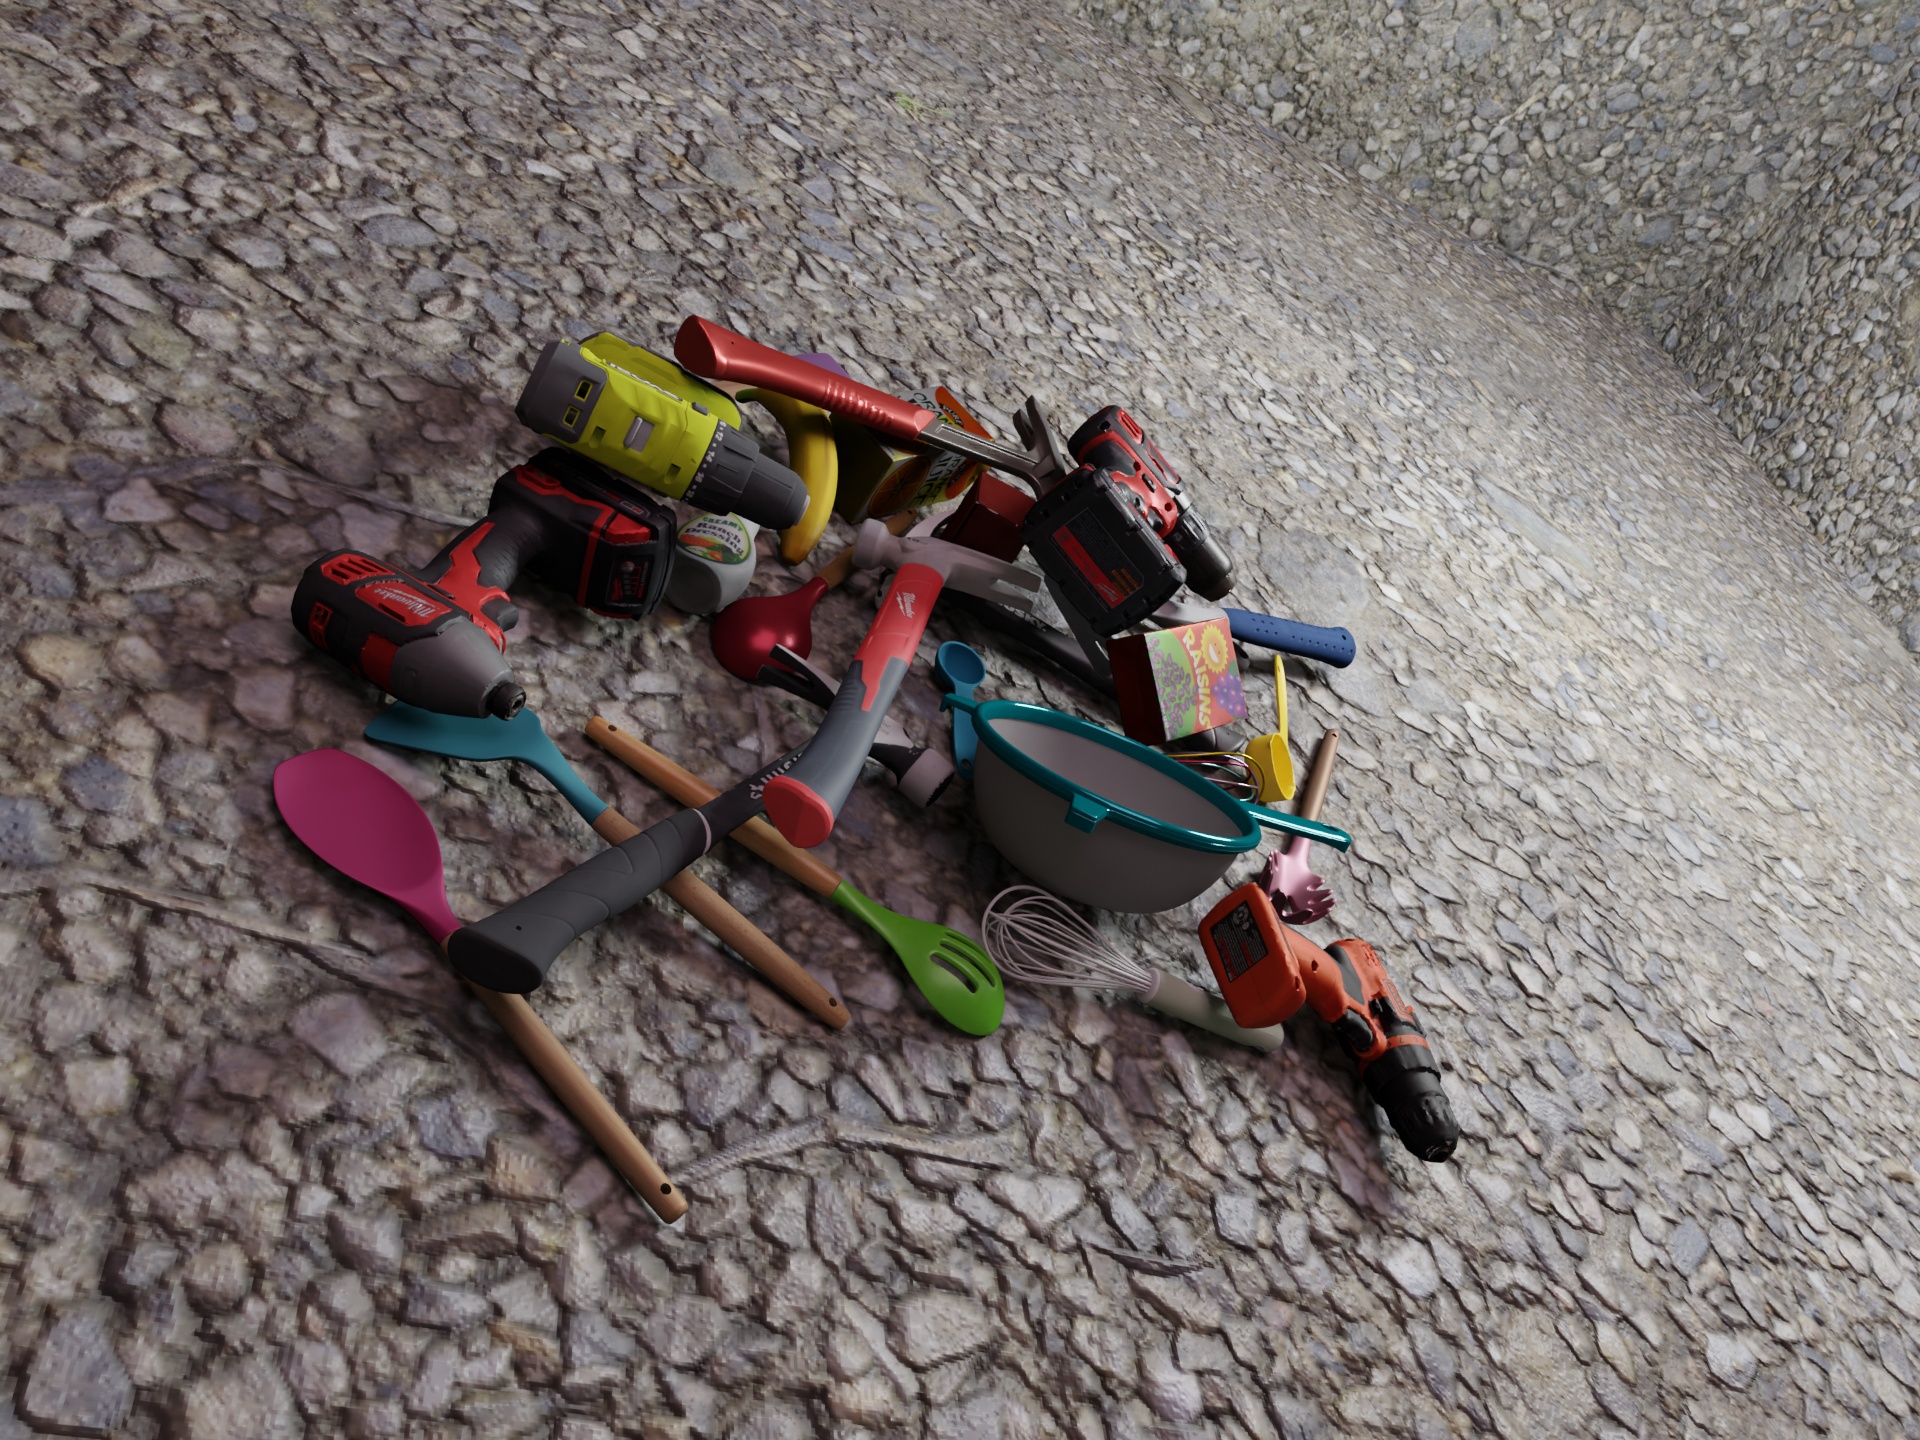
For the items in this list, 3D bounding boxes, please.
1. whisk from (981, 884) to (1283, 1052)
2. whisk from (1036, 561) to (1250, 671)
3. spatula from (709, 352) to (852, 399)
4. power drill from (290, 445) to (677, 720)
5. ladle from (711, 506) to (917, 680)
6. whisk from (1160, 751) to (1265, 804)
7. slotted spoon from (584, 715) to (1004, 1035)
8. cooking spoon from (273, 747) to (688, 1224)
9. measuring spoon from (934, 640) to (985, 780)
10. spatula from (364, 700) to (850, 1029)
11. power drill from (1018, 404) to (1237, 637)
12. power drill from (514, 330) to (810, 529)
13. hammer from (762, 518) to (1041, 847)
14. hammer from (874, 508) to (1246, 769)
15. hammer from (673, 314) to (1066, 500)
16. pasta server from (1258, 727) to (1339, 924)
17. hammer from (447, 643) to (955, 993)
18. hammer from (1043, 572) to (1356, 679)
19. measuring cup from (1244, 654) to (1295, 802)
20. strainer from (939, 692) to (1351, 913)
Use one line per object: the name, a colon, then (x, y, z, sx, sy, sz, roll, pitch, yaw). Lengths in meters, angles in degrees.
whisk: (0.118, 0.172, 1.052, 0.246, 0.058, 0.059, 25, 76, -23)
whisk: (0.163, -0.107, 1.418, 0.238, 0.055, 0.055, 30, 35, -17)
spatula: (-0.188, -0.275, 1.331, 0.060, 0.018, 0.316, 50, 36, 10)
power drill: (-0.274, -0.078, 0.965, 0.143, 0.078, 0.220, 30, 37, 11)
ladle: (-0.096, -0.110, 1.213, 0.069, 0.031, 0.315, 36, 33, 3)
whisk: (0.136, 0.031, 1.233, 0.244, 0.047, 0.051, 13, 42, -25)
slotted spoon: (-0.098, 0.090, 0.977, 0.314, 0.031, 0.070, 34, 31, -1)
cooking spoon: (-0.244, 0.130, 0.810, 0.319, 0.017, 0.069, 46, 37, 14)
measuring spoon: (-0.002, -0.004, 1.182, 0.042, 0.021, 0.129, 18, 48, -24)
spatula: (-0.192, 0.077, 0.915, 0.317, 0.044, 0.082, 41, 33, -2)
power drill: (0.144, -0.146, 1.264, 0.188, 0.080, 0.227, 50, 27, -9)
power drill: (-0.202, -0.199, 1.096, 0.190, 0.080, 0.229, 25, 10, -18)
hammer: (-0.040, -0.030, 1.055, 0.143, 0.038, 0.387, 18, 31, 1)
hammer: (0.090, -0.057, 1.302, 0.334, 0.035, 0.146, 30, 36, -9)
hammer: (-0.061, -0.250, 1.257, 0.358, 0.036, 0.149, 14, 47, -36)
pasta server: (0.291, 0.078, 1.315, 0.060, 0.040, 0.316, 33, 33, 2)
hammer: (-0.145, 0.053, 0.918, 0.149, 0.036, 0.409, 39, 28, 9)
hammer: (0.222, -0.083, 1.388, 0.405, 0.035, 0.144, 7, 51, -43)
measuring cup: (0.261, 0.004, 1.351, 0.062, 0.029, 0.157, 54, 32, -38)
strainer: (0.141, 0.085, 1.117, 0.340, 0.095, 0.211, 16, 15, -34)
